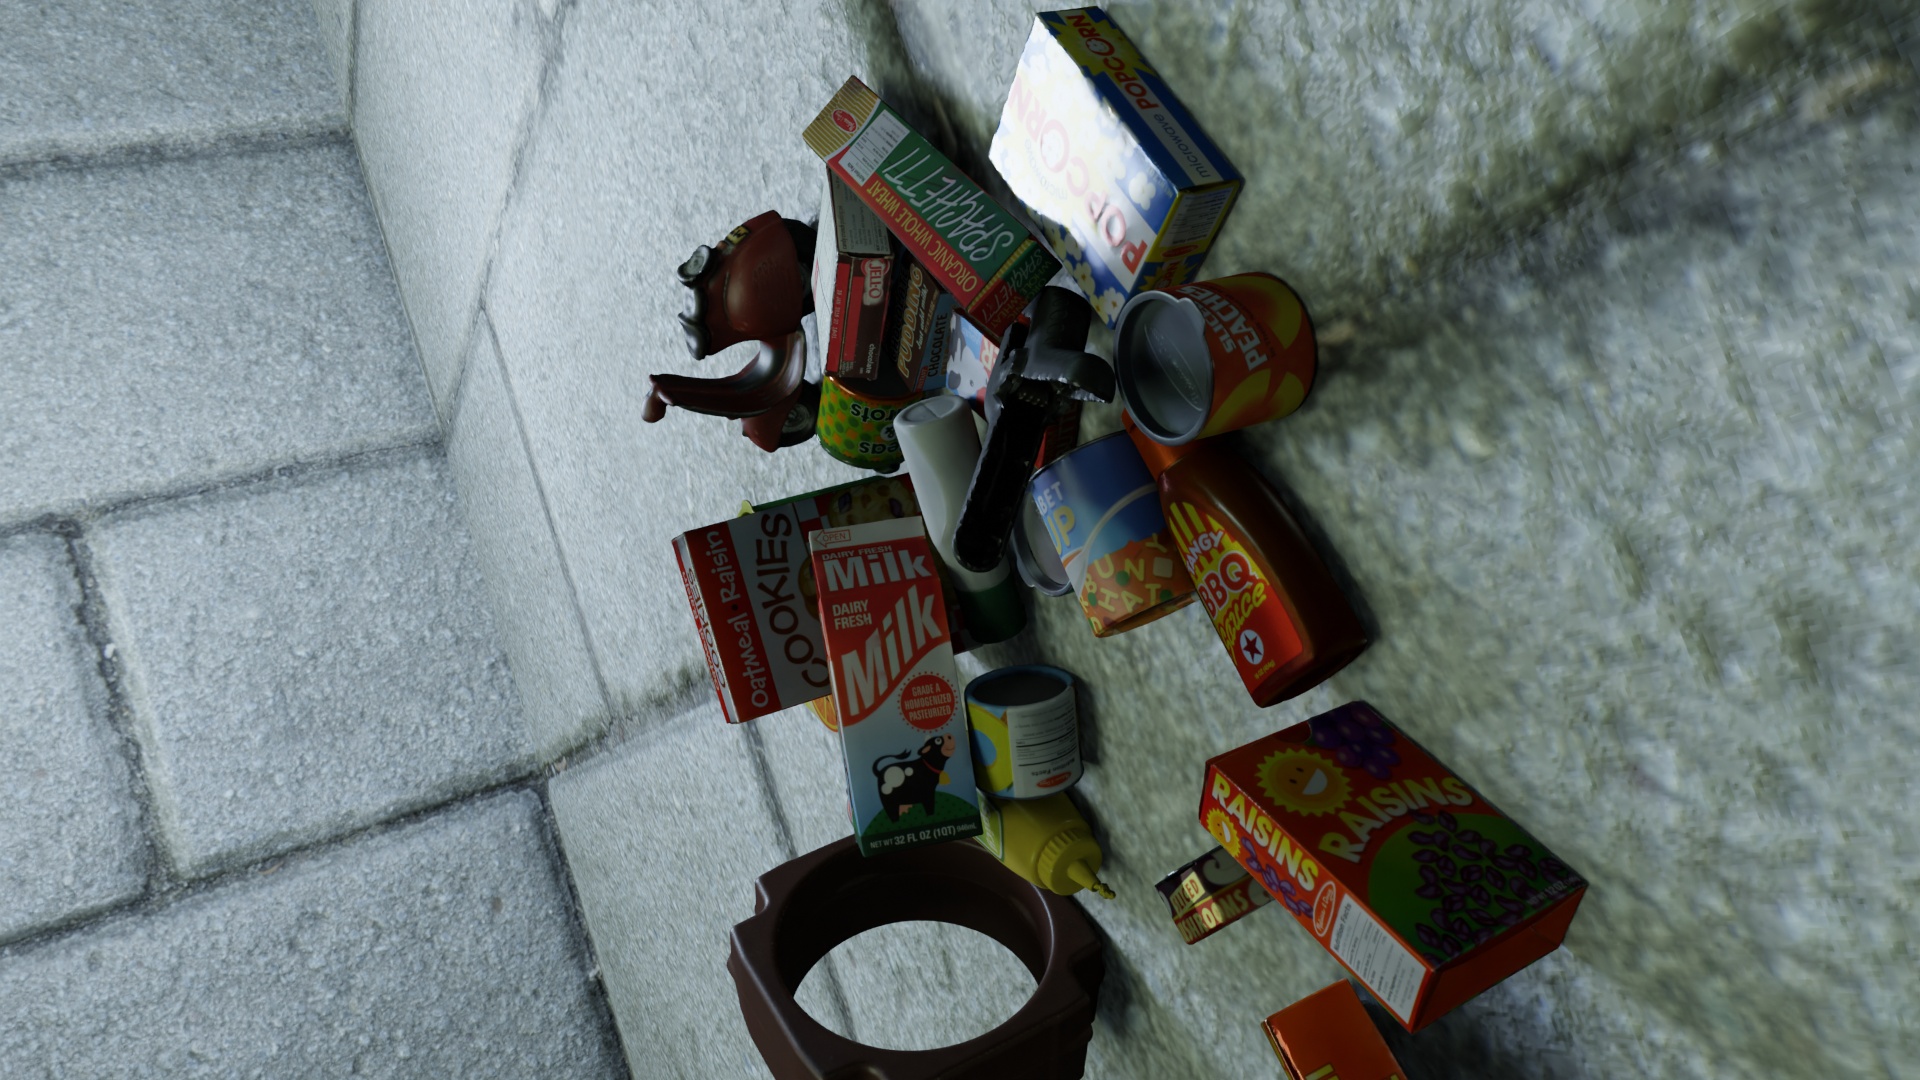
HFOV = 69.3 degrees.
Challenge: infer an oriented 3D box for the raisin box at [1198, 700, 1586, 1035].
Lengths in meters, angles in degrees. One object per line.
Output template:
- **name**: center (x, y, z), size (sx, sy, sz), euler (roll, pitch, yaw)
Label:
- **raisin box**: center (0.167, 0.124, 0.554), size (0.124, 0.086, 0.039), euler (44, 141, 45)

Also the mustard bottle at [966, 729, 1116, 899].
- **mustard bottle**: center (0.042, 0.174, 0.853), size (0.160, 0.049, 0.065), euler (34, 134, 52)

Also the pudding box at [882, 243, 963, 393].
- **pudding box**: center (-0.019, -0.135, 0.829), size (0.050, 0.030, 0.083), euler (59, 149, 30)

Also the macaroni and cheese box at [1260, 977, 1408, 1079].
- **macaroni and cheese box**: center (0.172, 0.249, 0.576), size (0.124, 0.040, 0.166), euler (61, -179, 23)

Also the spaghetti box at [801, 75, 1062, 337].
- **spaghetti box**: center (-0.023, -0.188, 0.753), size (0.050, 0.028, 0.251), euler (-47, 42, 10)

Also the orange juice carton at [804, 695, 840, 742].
- **orange juice carton**: center (-0.095, 0.073, 1.034), size (0.193, 0.072, 0.072), euler (35, 133, 50)

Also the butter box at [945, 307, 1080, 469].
- **butter box**: center (0.028, -0.087, 0.772), size (0.104, 0.024, 0.052), euler (46, 142, 43)

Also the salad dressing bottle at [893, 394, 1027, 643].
- **salad dressing bottle**: center (0.003, -0.010, 0.812), size (0.064, 0.044, 0.147), euler (-135, 25, -63)

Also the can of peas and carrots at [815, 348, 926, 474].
- **can of peas and carrots**: center (-0.055, -0.086, 0.882), size (0.071, 0.071, 0.058), euler (54, 146, 34)

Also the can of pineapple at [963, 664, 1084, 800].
- **can of pineapple**: center (0.036, 0.111, 0.814), size (0.071, 0.071, 0.057), euler (21, 121, 57)

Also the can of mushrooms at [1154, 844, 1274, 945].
- **can of mushrooms**: center (0.128, 0.165, 0.665), size (0.033, 0.071, 0.070), euler (62, 150, 19)

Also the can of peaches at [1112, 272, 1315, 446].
- **can of peaches**: center (0.108, -0.079, 0.590), size (0.071, 0.058, 0.071), euler (36, 134, 50)

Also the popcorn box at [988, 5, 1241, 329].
- **popcorn box**: center (0.067, -0.172, 0.640), size (0.127, 0.038, 0.084), euler (60, 150, 26)

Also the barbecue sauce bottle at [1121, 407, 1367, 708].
- **barbecue sauce bottle**: center (0.121, -0.003, 0.621), size (0.149, 0.044, 0.064), euler (64, 152, 20)

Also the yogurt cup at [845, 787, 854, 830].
- **yogurt cup**: center (-0.044, 0.183, 1.006), size (0.072, 0.072, 0.053), euler (53, 138, 35)

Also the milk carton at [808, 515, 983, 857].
- **milk carton**: center (-0.041, 0.083, 0.824), size (0.073, 0.072, 0.190), euler (138, 124, -80)

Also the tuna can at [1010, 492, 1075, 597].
- **tuna can**: center (0.056, -0.003, 0.753), size (0.071, 0.033, 0.070), euler (37, 135, 50)

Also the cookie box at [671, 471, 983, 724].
- **cookie box**: center (-0.084, 0.034, 0.885), size (0.040, 0.168, 0.123), euler (-26, 80, 68)

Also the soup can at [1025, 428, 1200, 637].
- **soup can**: center (0.076, -0.002, 0.675), size (0.084, 0.071, 0.071), euler (67, 152, 13)

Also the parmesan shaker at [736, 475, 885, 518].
- **parmesan shaker**: center (-0.094, -0.005, 0.957), size (0.071, 0.103, 0.071), euler (38, 136, 49)
